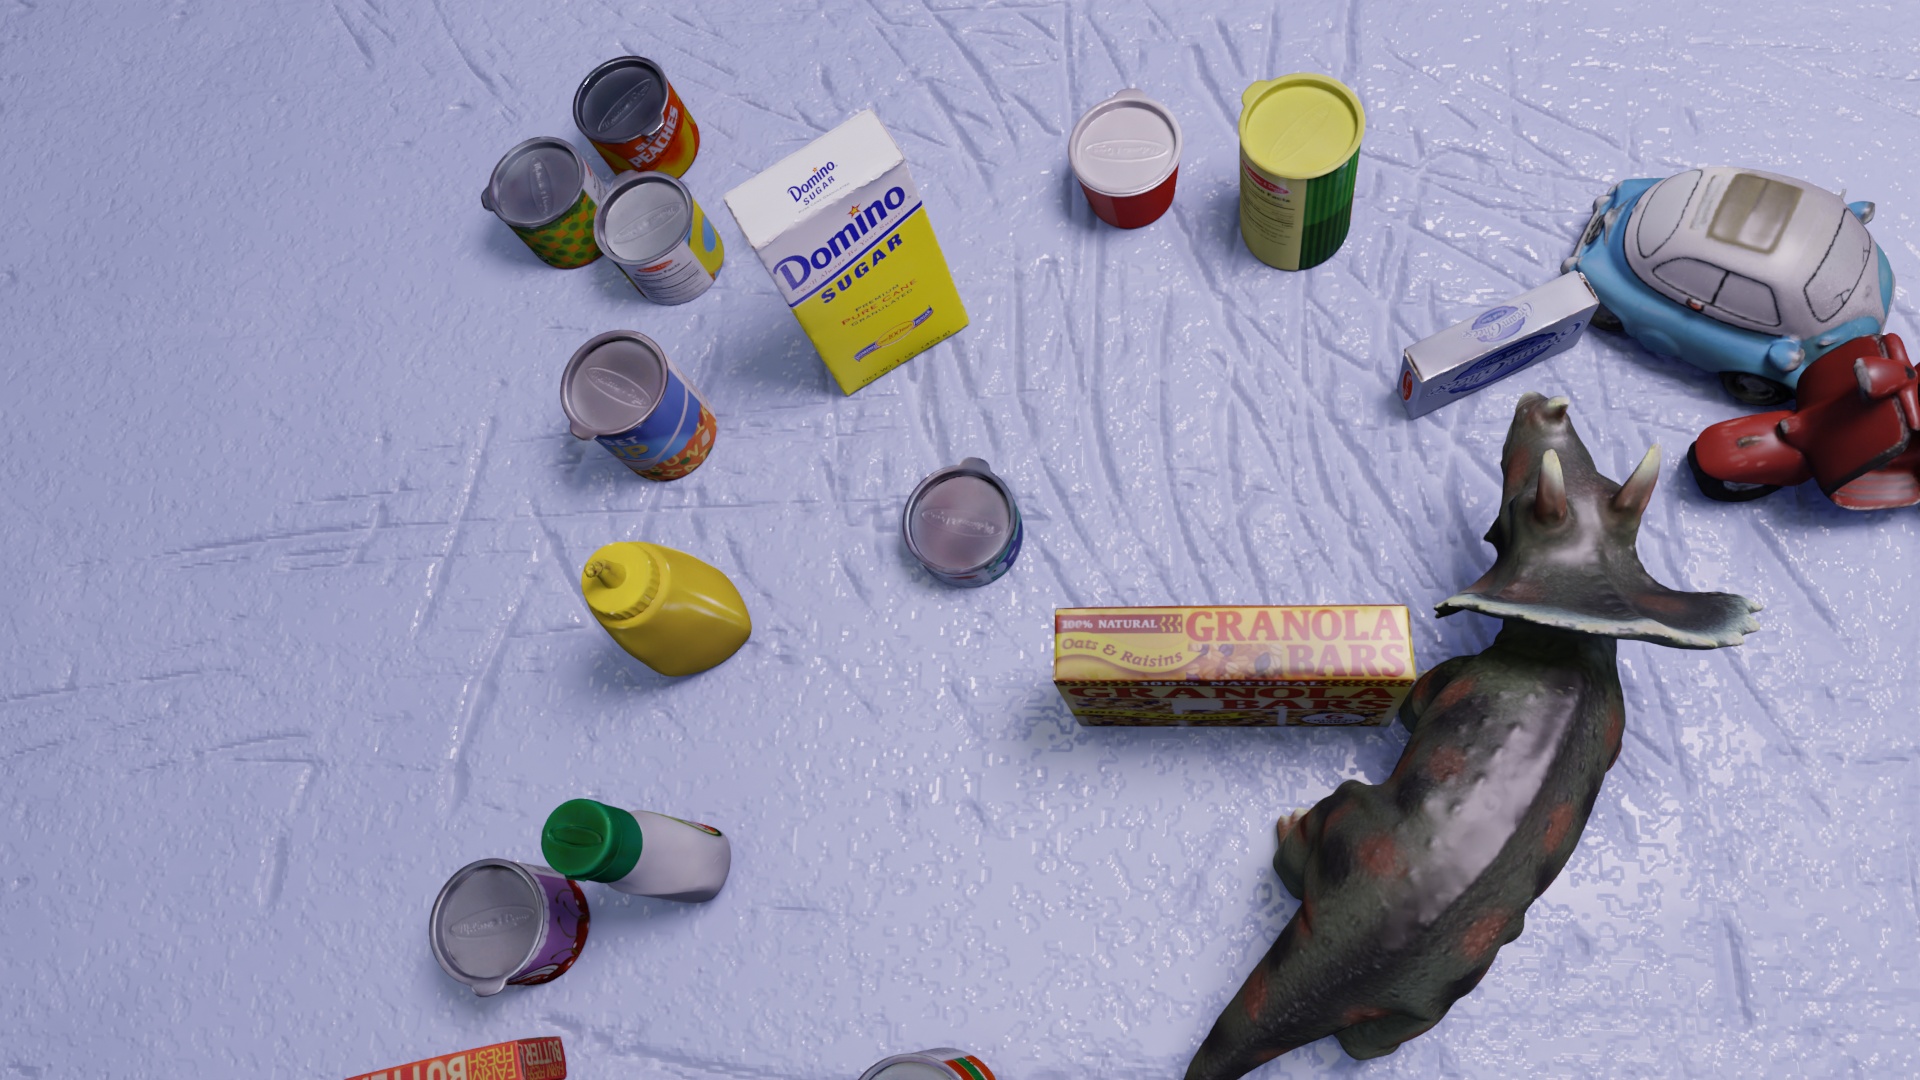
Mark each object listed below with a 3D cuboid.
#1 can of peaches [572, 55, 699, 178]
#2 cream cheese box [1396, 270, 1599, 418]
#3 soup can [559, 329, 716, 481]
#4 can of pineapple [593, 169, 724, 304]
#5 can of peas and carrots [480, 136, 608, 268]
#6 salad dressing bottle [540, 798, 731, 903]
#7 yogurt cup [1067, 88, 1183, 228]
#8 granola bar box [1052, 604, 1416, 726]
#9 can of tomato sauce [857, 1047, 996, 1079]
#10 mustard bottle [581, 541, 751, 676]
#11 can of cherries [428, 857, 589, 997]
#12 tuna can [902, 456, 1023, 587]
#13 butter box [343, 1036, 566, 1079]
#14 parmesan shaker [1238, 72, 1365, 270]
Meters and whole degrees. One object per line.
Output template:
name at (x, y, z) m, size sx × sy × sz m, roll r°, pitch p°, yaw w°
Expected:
can of peaches at (-0.212, -0.274, 0.918) m, size 0.071 × 0.058 × 0.071 m, roll -3°, pitch 72°, yaw 10°
cream cheese box at (0.293, -0.107, 0.764) m, size 0.104 × 0.053 × 0.024 m, roll -25°, pitch 69°, yaw 3°
soup can at (-0.193, -0.077, 0.835) m, size 0.071 × 0.083 × 0.071 m, roll -3°, pitch 72°, yaw 10°
can of pineapple at (-0.192, -0.194, 0.888) m, size 0.071 × 0.057 × 0.071 m, roll -3°, pitch 72°, yaw 10°
can of peas and carrots at (-0.267, -0.219, 0.911) m, size 0.071 × 0.058 × 0.071 m, roll -3°, pitch 72°, yaw 10°
salad dressing bottle at (-0.165, 0.161, 0.717) m, size 0.064 × 0.147 × 0.044 m, roll 5°, pitch 74°, yaw 13°
yogurt cup at (0.102, -0.226, 0.842) m, size 0.072 × 0.054 × 0.072 m, roll -3°, pitch 72°, yaw 10°
granola bar box at (0.136, 0.065, 0.701) m, size 0.165 × 0.124 × 0.039 m, roll -1°, pitch 72°, yaw 11°
can of tomato sauce at (-0.015, 0.286, 0.680) m, size 0.071 × 0.083 × 0.071 m, roll -3°, pitch 72°, yaw 10°
mustard bottle at (-0.165, 0.032, 0.753) m, size 0.065 × 0.160 × 0.049 m, roll -32°, pitch 69°, yaw 0°
can of cherries at (-0.247, 0.213, 0.763) m, size 0.071 × 0.058 × 0.071 m, roll -3°, pitch 72°, yaw 10°
tuna can at (0.003, -0.010, 0.801) m, size 0.071 × 0.032 × 0.071 m, roll -3°, pitch 71°, yaw 10°
butter box at (-0.270, 0.289, 0.746) m, size 0.103 × 0.053 × 0.024 m, roll -15°, pitch 70°, yaw 6°
parmesan shaker at (0.191, -0.209, 0.792) m, size 0.071 × 0.103 × 0.071 m, roll -3°, pitch 72°, yaw 10°
